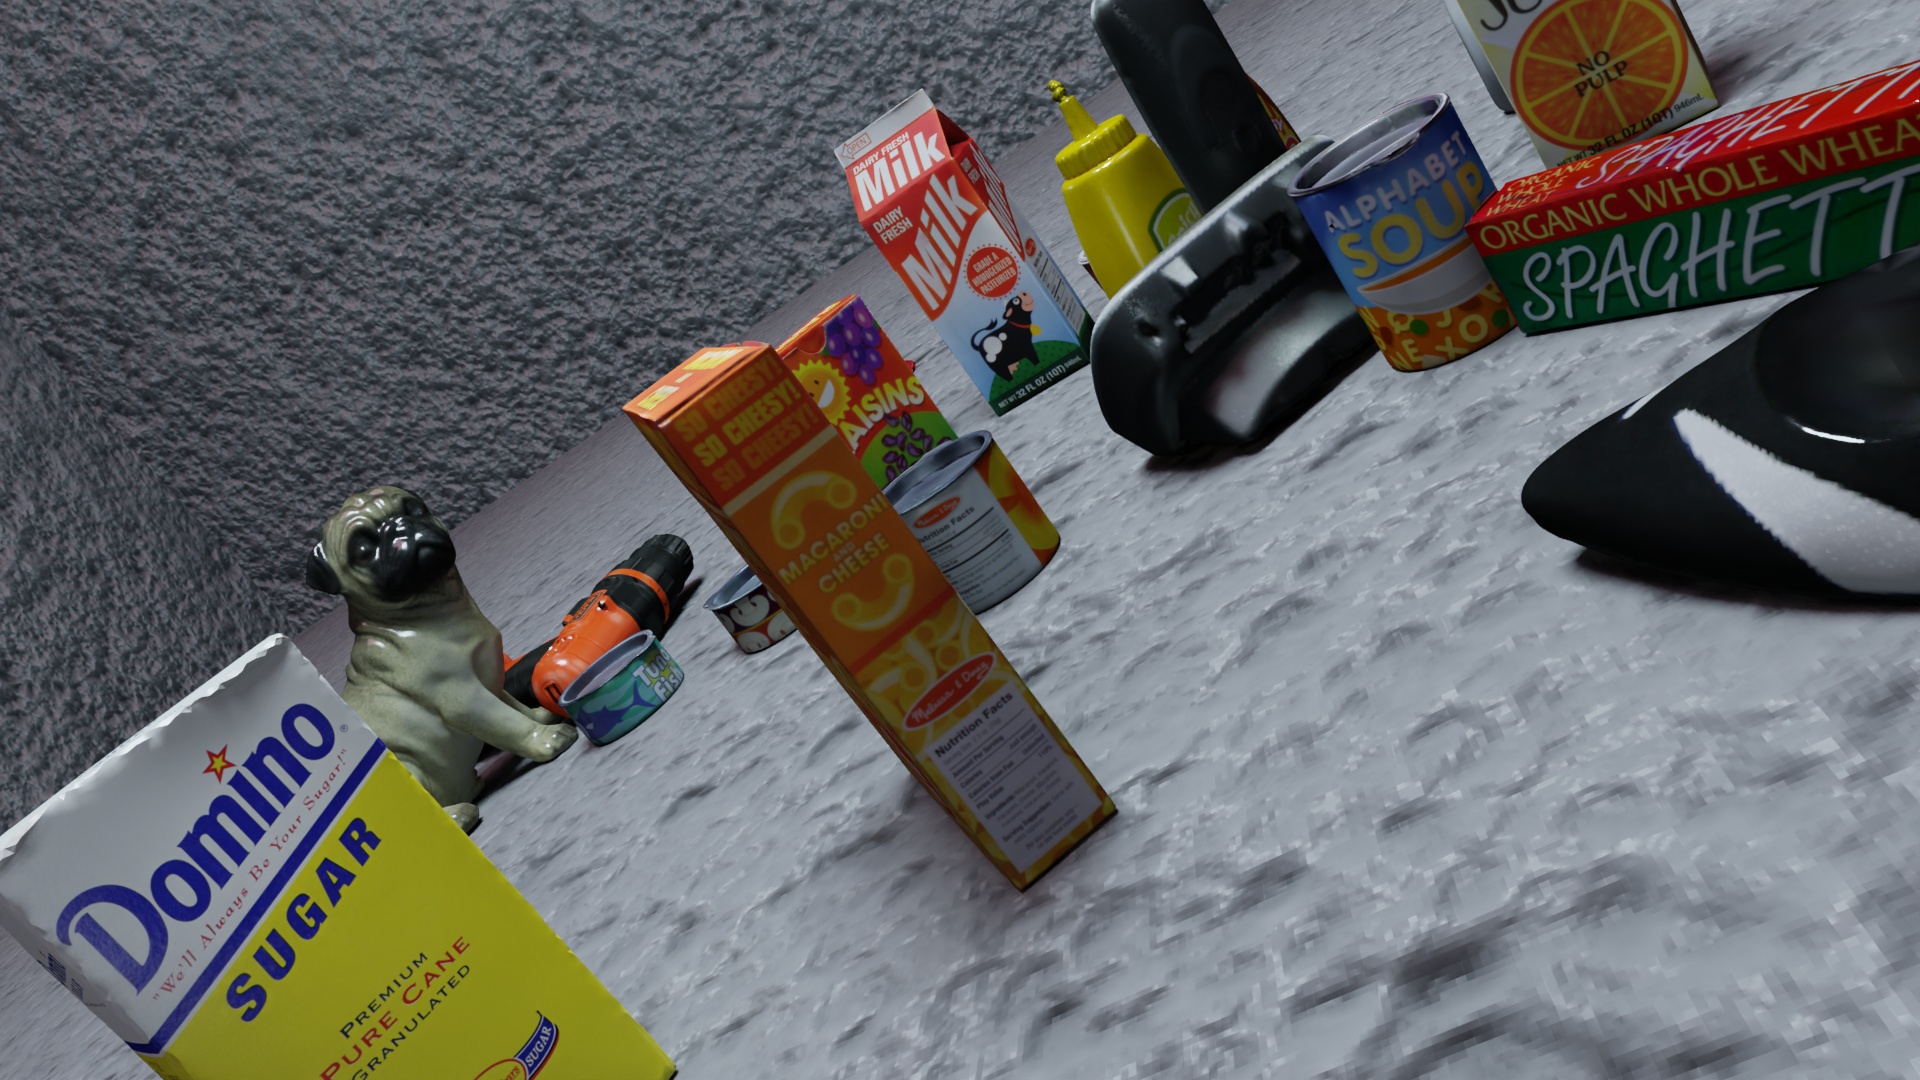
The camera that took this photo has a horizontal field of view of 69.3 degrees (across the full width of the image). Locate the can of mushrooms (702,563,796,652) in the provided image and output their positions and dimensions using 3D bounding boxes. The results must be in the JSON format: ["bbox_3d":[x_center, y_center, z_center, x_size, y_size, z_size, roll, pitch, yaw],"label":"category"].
[{"bbox_3d":[-0.106,0.031,0.773,0.071,0.033,0.071,-32,16,11],"label":"can of mushrooms"}]

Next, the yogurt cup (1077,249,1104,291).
[{"bbox_3d":[0.115,-0.171,0.861,0.072,0.054,0.072,-32,16,11],"label":"yogurt cup"}]

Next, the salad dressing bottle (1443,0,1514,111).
[{"bbox_3d":[0.276,-0.303,0.738,0.044,0.147,0.064,-16,25,50],"label":"salad dressing bottle"}]

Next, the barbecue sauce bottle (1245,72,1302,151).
[{"bbox_3d":[0.148,-0.215,0.746,0.065,0.148,0.043,-44,18,-27],"label":"barbecue sauce bottle"}]

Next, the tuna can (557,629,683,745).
[{"bbox_3d":[-0.193,0.084,0.799,0.071,0.032,0.071,-32,16,11],"label":"tuna can"}]

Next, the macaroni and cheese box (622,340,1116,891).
[{"bbox_3d":[-0.033,0.016,0.428,0.040,0.166,0.124,-39,16,-10],"label":"macaroni and cheese box"}]

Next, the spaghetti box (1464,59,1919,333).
[{"bbox_3d":[0.254,-0.102,0.393,0.029,0.050,0.250,-42,17,-21],"label":"spaghetti box"}]

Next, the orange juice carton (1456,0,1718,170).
[{"bbox_3d":[0.247,-0.261,0.597,0.071,0.192,0.073,-25,19,33],"label":"orange juice carton"}]

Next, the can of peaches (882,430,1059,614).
[{"bbox_3d":[0.002,-0.008,0.619,0.071,0.058,0.071,-33,16,11],"label":"can of peaches"}]

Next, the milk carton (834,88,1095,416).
[{"bbox_3d":[0.003,-0.182,0.868,0.072,0.190,0.074,-29,17,22],"label":"milk carton"}]

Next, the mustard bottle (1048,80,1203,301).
[{"bbox_3d":[0.087,-0.152,0.671,0.065,0.160,0.048,-46,19,-31],"label":"mustard bottle"}]

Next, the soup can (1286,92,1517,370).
[{"bbox_3d":[0.175,-0.116,0.530,0.071,0.083,0.071,-33,16,11],"label":"soup can"}]

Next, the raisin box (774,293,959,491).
[{"bbox_3d":[-0.059,-0.063,0.781,0.086,0.123,0.040,-44,18,-28],"label":"raisin box"}]
